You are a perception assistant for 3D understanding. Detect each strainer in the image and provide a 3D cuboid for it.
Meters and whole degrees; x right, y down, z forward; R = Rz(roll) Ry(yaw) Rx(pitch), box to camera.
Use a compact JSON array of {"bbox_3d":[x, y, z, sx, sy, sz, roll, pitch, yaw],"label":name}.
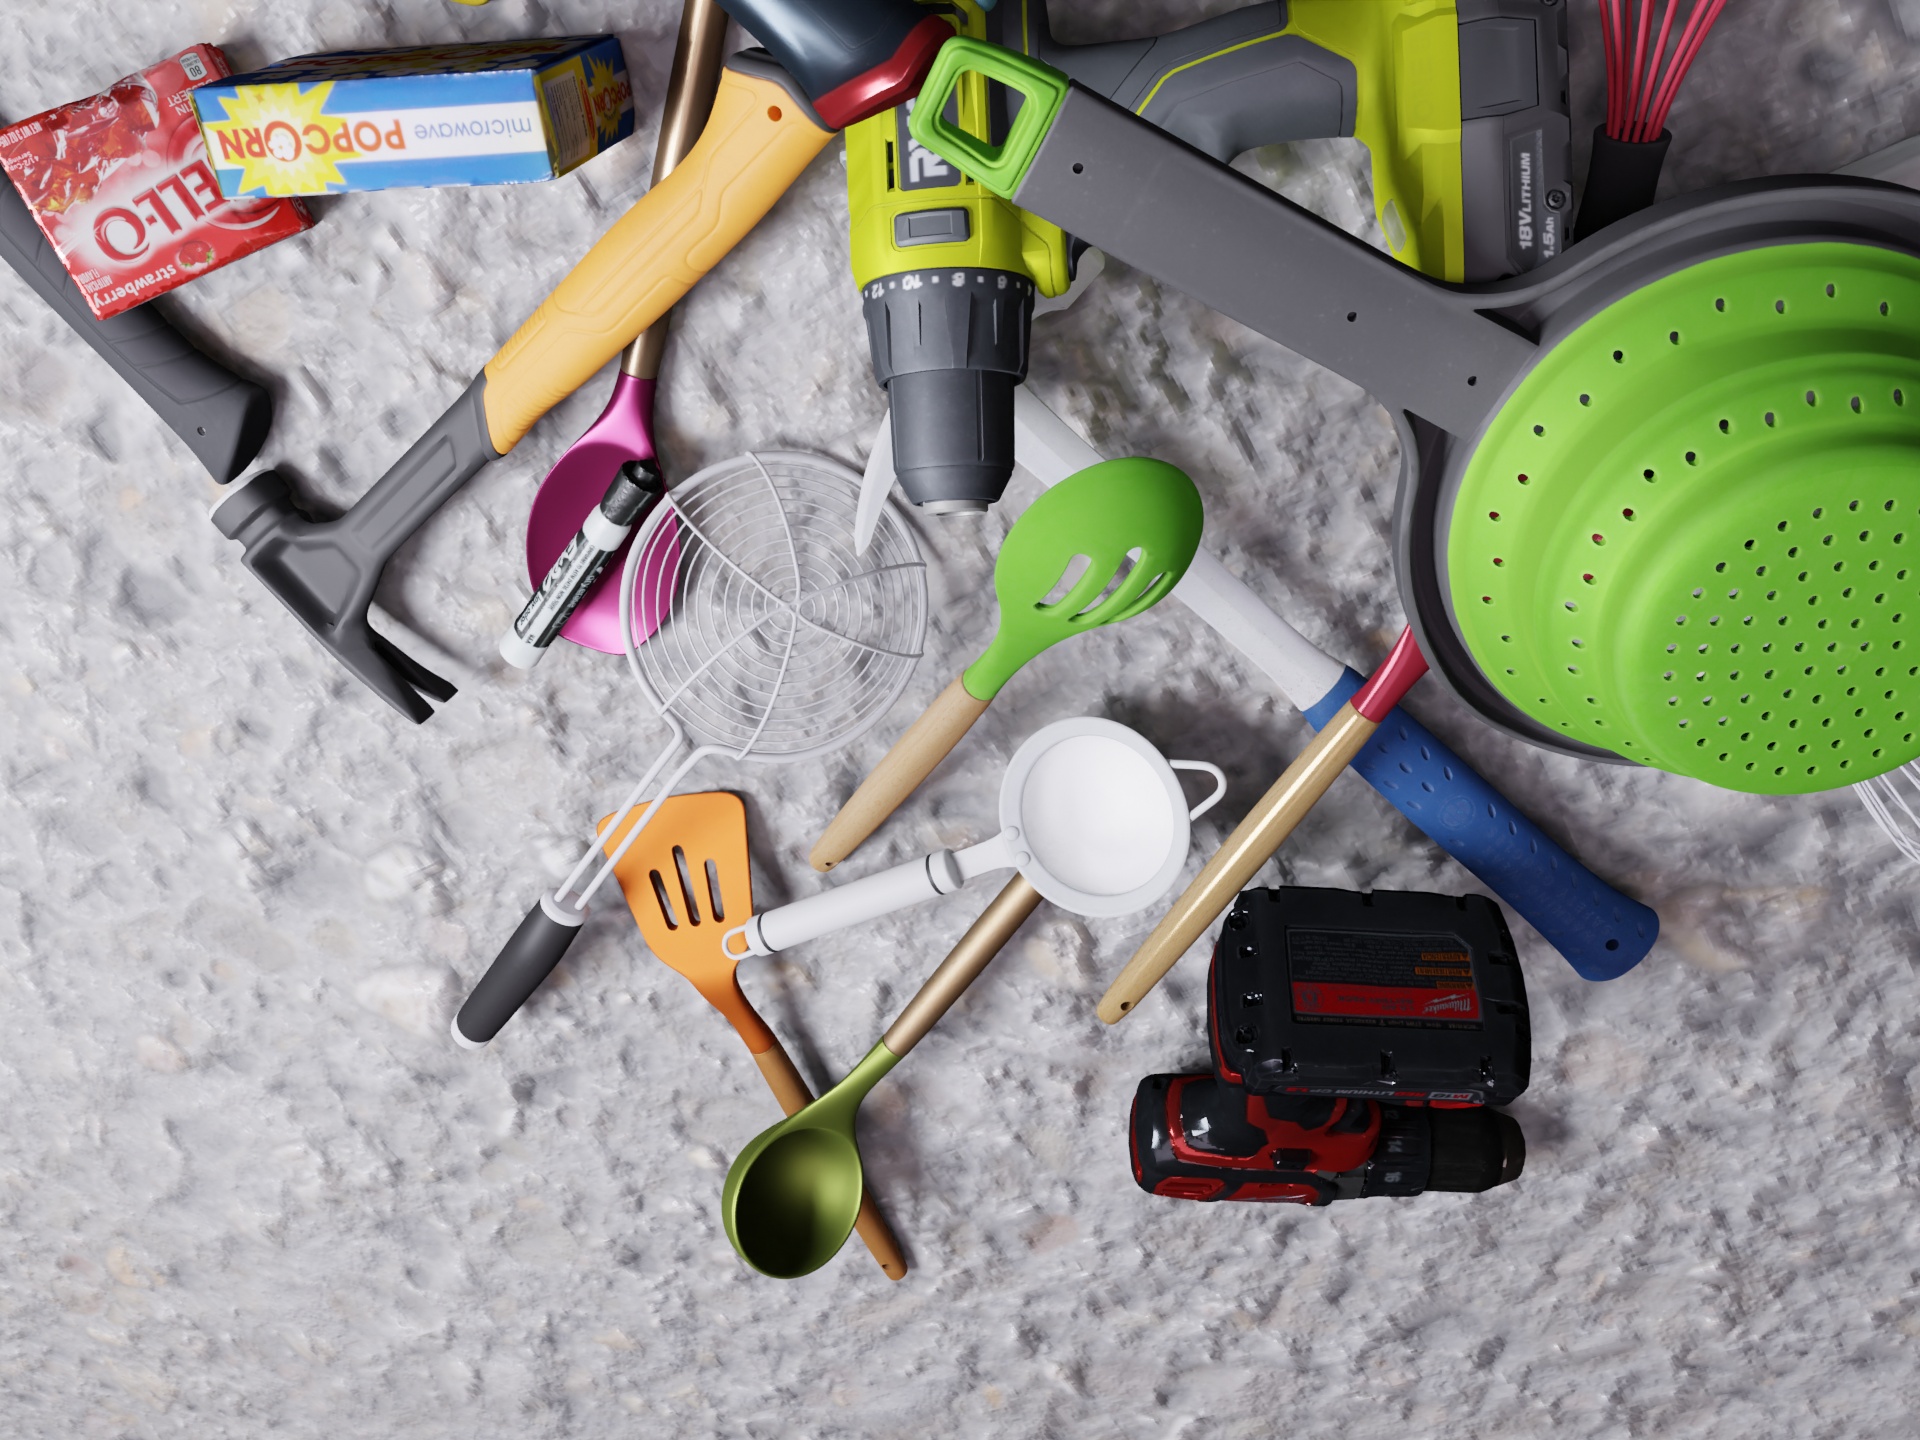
[{"bbox_3d":[0.001,0.062,0.700,0.258,0.050,0.087,-21,90,21],"label":"strainer"}]

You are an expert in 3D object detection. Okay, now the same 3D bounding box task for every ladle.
[{"bbox_3d":[0.144,0.016,0.622,0.069,0.031,0.315,23,120,-21],"label":"ladle"},{"bbox_3d":[-0.012,0.145,0.751,0.078,0.062,0.320,21,116,-38],"label":"ladle"}]

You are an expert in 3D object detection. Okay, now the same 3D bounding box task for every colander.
[{"bbox_3d":[0.166,-0.078,0.452,0.397,0.095,0.204,24,122,-12],"label":"colander"}]

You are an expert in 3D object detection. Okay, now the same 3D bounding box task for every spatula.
[{"bbox_3d":[-0.089,0.176,0.819,0.081,0.041,0.322,-12,122,19],"label":"spatula"}]

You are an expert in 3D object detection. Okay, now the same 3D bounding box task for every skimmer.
[{"bbox_3d":[-0.146,0.033,0.729,0.127,0.090,0.363,31,127,-15],"label":"skimmer"}]

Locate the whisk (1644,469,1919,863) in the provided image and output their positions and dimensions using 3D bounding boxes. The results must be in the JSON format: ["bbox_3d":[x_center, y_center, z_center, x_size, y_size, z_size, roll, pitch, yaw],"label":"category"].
[{"bbox_3d":[0.324,-0.033,0.612,0.284,0.070,0.070,41,118,-9],"label":"whisk"}]

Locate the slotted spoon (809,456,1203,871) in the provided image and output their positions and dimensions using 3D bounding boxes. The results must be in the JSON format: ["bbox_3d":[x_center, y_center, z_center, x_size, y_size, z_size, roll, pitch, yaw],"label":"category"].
[{"bbox_3d":[-0.001,-0.002,0.632,0.070,0.031,0.313,8,150,-24],"label":"slotted spoon"}]

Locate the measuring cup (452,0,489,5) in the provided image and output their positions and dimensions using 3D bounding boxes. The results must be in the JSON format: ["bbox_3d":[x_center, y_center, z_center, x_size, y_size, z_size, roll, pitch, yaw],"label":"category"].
[{"bbox_3d":[-0.241,-0.294,0.561,0.156,0.029,0.062,28,121,-5],"label":"measuring cup"}]

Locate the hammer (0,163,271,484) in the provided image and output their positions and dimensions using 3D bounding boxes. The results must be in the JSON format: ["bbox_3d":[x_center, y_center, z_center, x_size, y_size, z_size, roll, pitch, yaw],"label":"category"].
[{"bbox_3d":[-0.408,-0.228,0.626,0.146,0.035,0.334,-32,111,23],"label":"hammer"}]

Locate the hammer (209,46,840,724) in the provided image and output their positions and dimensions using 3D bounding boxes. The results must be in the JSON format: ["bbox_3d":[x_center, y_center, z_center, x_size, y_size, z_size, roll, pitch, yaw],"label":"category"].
[{"bbox_3d":[-0.164,-0.129,0.625,0.337,0.034,0.127,-35,103,29],"label":"hammer"}]

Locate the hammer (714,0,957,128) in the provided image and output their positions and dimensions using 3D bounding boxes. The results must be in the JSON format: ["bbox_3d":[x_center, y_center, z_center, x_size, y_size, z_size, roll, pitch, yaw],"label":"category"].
[{"bbox_3d":[-0.158,-0.319,0.484,0.386,0.038,0.143,35,119,3],"label":"hammer"}]

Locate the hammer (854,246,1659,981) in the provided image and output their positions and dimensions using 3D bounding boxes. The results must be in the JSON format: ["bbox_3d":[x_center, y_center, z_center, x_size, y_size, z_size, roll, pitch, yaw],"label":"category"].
[{"bbox_3d":[0.135,-0.016,0.648,0.405,0.035,0.144,39,102,-16],"label":"hammer"}]

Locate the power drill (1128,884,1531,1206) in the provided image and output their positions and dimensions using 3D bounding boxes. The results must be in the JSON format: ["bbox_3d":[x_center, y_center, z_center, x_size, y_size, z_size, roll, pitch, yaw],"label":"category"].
[{"bbox_3d":[0.179,0.160,0.699,0.188,0.080,0.226,3,147,-1],"label":"power drill"}]

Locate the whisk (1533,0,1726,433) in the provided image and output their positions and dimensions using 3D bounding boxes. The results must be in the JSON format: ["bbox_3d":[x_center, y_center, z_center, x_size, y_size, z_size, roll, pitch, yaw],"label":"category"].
[{"bbox_3d":[0.213,-0.202,0.494,0.073,0.073,0.295,3,129,7],"label":"whisk"}]

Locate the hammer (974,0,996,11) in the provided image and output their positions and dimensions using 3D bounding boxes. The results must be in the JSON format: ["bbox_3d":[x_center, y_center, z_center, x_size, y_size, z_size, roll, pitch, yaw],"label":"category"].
[{"bbox_3d":[0.103,-0.345,0.440,0.128,0.033,0.331,40,107,-14],"label":"hammer"}]

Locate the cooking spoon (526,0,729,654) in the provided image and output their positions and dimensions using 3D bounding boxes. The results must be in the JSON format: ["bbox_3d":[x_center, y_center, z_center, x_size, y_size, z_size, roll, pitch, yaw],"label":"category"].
[{"bbox_3d":[-0.122,-0.161,0.627,0.069,0.017,0.318,19,122,0],"label":"cooking spoon"}]

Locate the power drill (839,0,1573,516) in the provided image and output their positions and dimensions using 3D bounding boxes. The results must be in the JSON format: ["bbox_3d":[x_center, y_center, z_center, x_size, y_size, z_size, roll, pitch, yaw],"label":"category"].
[{"bbox_3d":[0.074,-0.168,0.525,0.228,0.080,0.190,-2,92,9],"label":"power drill"}]
